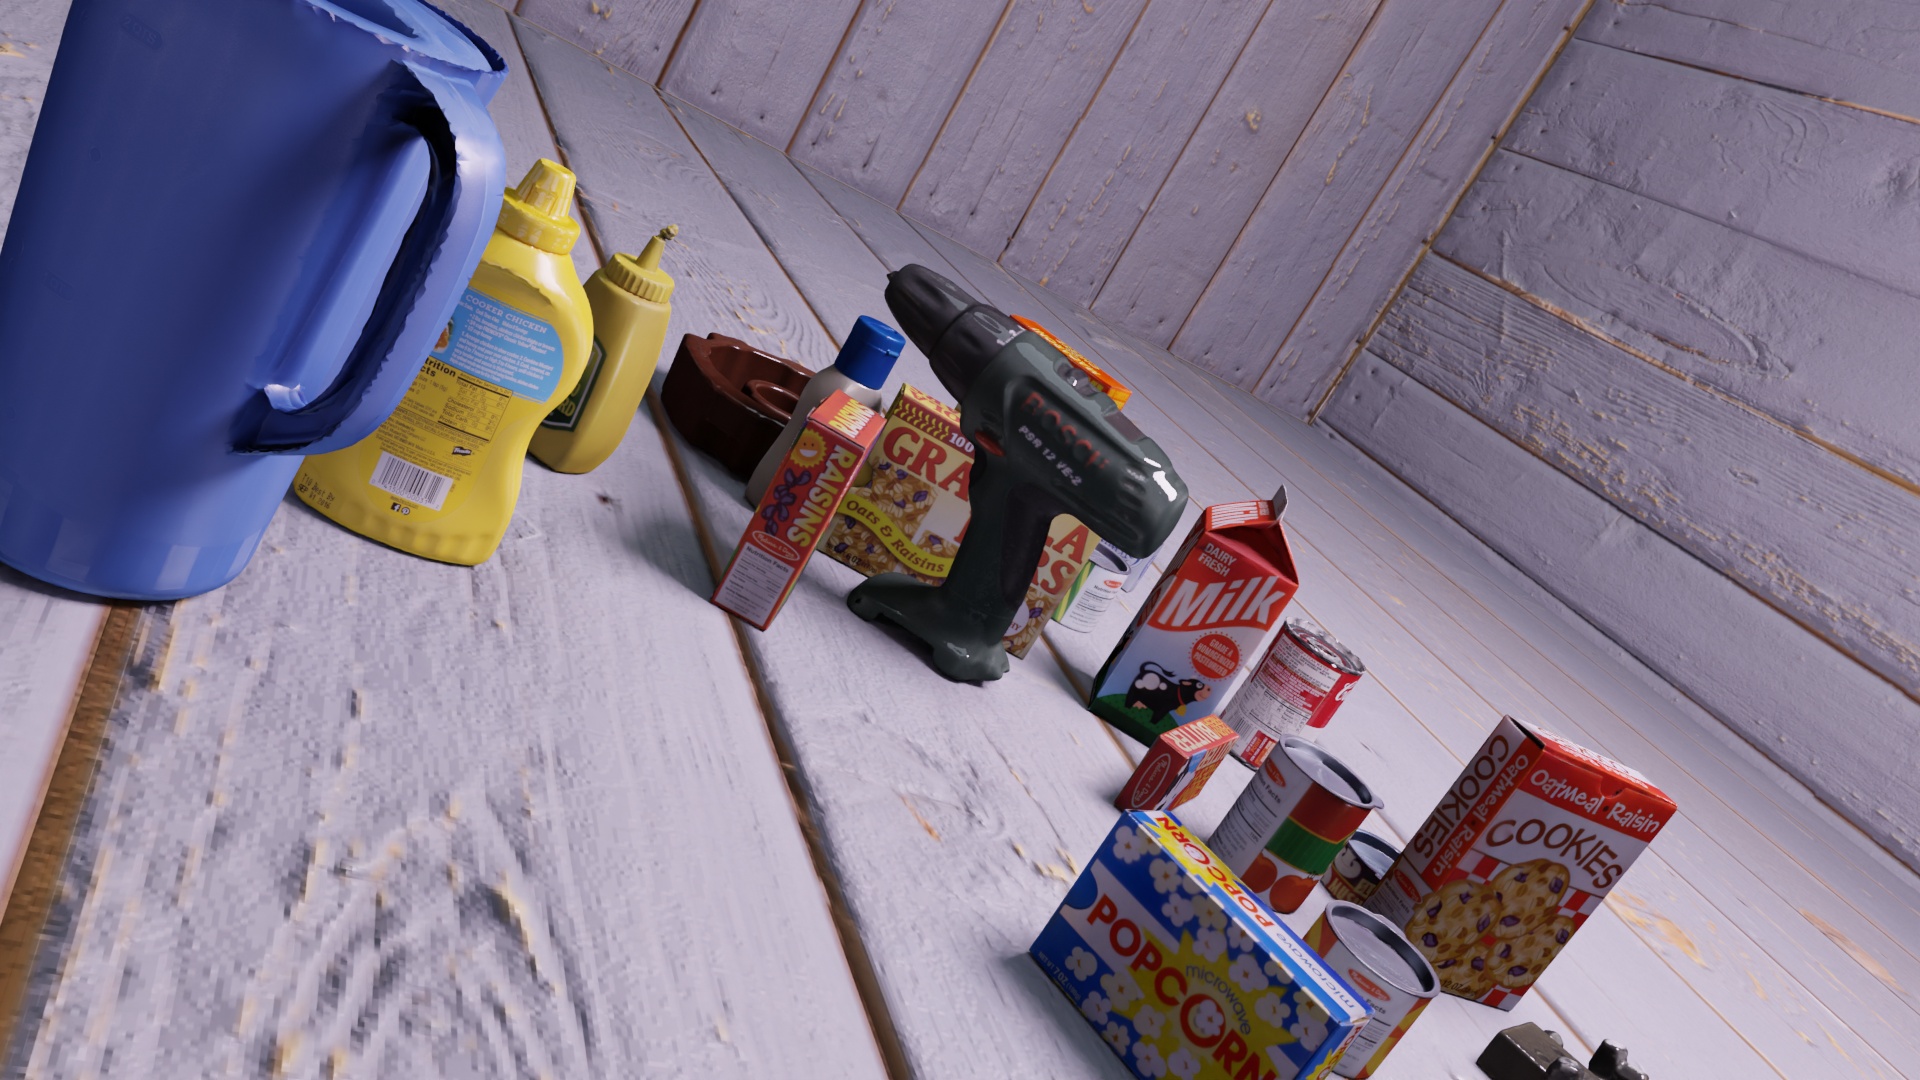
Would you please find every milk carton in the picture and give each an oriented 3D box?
[{"bbox_3d":[0.167,0.047,0.938,0.073,0.190,0.072,31,16,1],"label":"milk carton"}]

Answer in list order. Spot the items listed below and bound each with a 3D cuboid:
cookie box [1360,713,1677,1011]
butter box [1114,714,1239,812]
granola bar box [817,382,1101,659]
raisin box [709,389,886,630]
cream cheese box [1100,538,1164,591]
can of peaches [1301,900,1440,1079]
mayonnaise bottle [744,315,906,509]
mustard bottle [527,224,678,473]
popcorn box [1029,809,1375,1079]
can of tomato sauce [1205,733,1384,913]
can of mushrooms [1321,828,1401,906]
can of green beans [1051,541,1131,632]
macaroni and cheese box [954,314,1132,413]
[{"bbox_3d":[0.326,0.195,0.823,0.123,0.167,0.040,23,18,-26],"label":"cookie box"},{"bbox_3d":[0.134,0.139,0.853,0.024,0.053,0.103,38,18,23],"label":"butter box"},{"bbox_3d":[0.003,-0.012,0.941,0.165,0.124,0.039,29,16,-7],"label":"granola bar box"},{"bbox_3d":[-0.092,-0.020,0.799,0.040,0.123,0.086,30,16,-3],"label":"raisin box"},{"bbox_3d":[0.126,-0.004,1.256,0.104,0.053,0.024,35,16,14],"label":"cream cheese box"},{"bbox_3d":[0.198,0.226,0.702,0.071,0.058,0.071,28,16,-9],"label":"can of peaches"},{"bbox_3d":[-0.087,-0.080,0.940,0.041,0.147,0.065,41,19,32],"label":"mayonnaise bottle"},{"bbox_3d":[-0.208,-0.118,0.817,0.065,0.159,0.049,36,17,19],"label":"mustard bottle"},{"bbox_3d":[0.100,0.188,0.593,0.038,0.085,0.127,11,26,-50],"label":"popcorn box"},{"bbox_3d":[0.197,0.169,0.823,0.071,0.083,0.071,28,16,-9],"label":"can of tomato sauce"},{"bbox_3d":[0.265,0.218,0.886,0.071,0.033,0.071,28,16,-9],"label":"can of mushrooms"},{"bbox_3d":[0.091,0.030,1.087,0.071,0.057,0.071,28,16,-9],"label":"can of green beans"},{"bbox_3d":[0.050,-0.088,1.170,0.124,0.166,0.040,41,19,31],"label":"macaroni and cheese box"}]
